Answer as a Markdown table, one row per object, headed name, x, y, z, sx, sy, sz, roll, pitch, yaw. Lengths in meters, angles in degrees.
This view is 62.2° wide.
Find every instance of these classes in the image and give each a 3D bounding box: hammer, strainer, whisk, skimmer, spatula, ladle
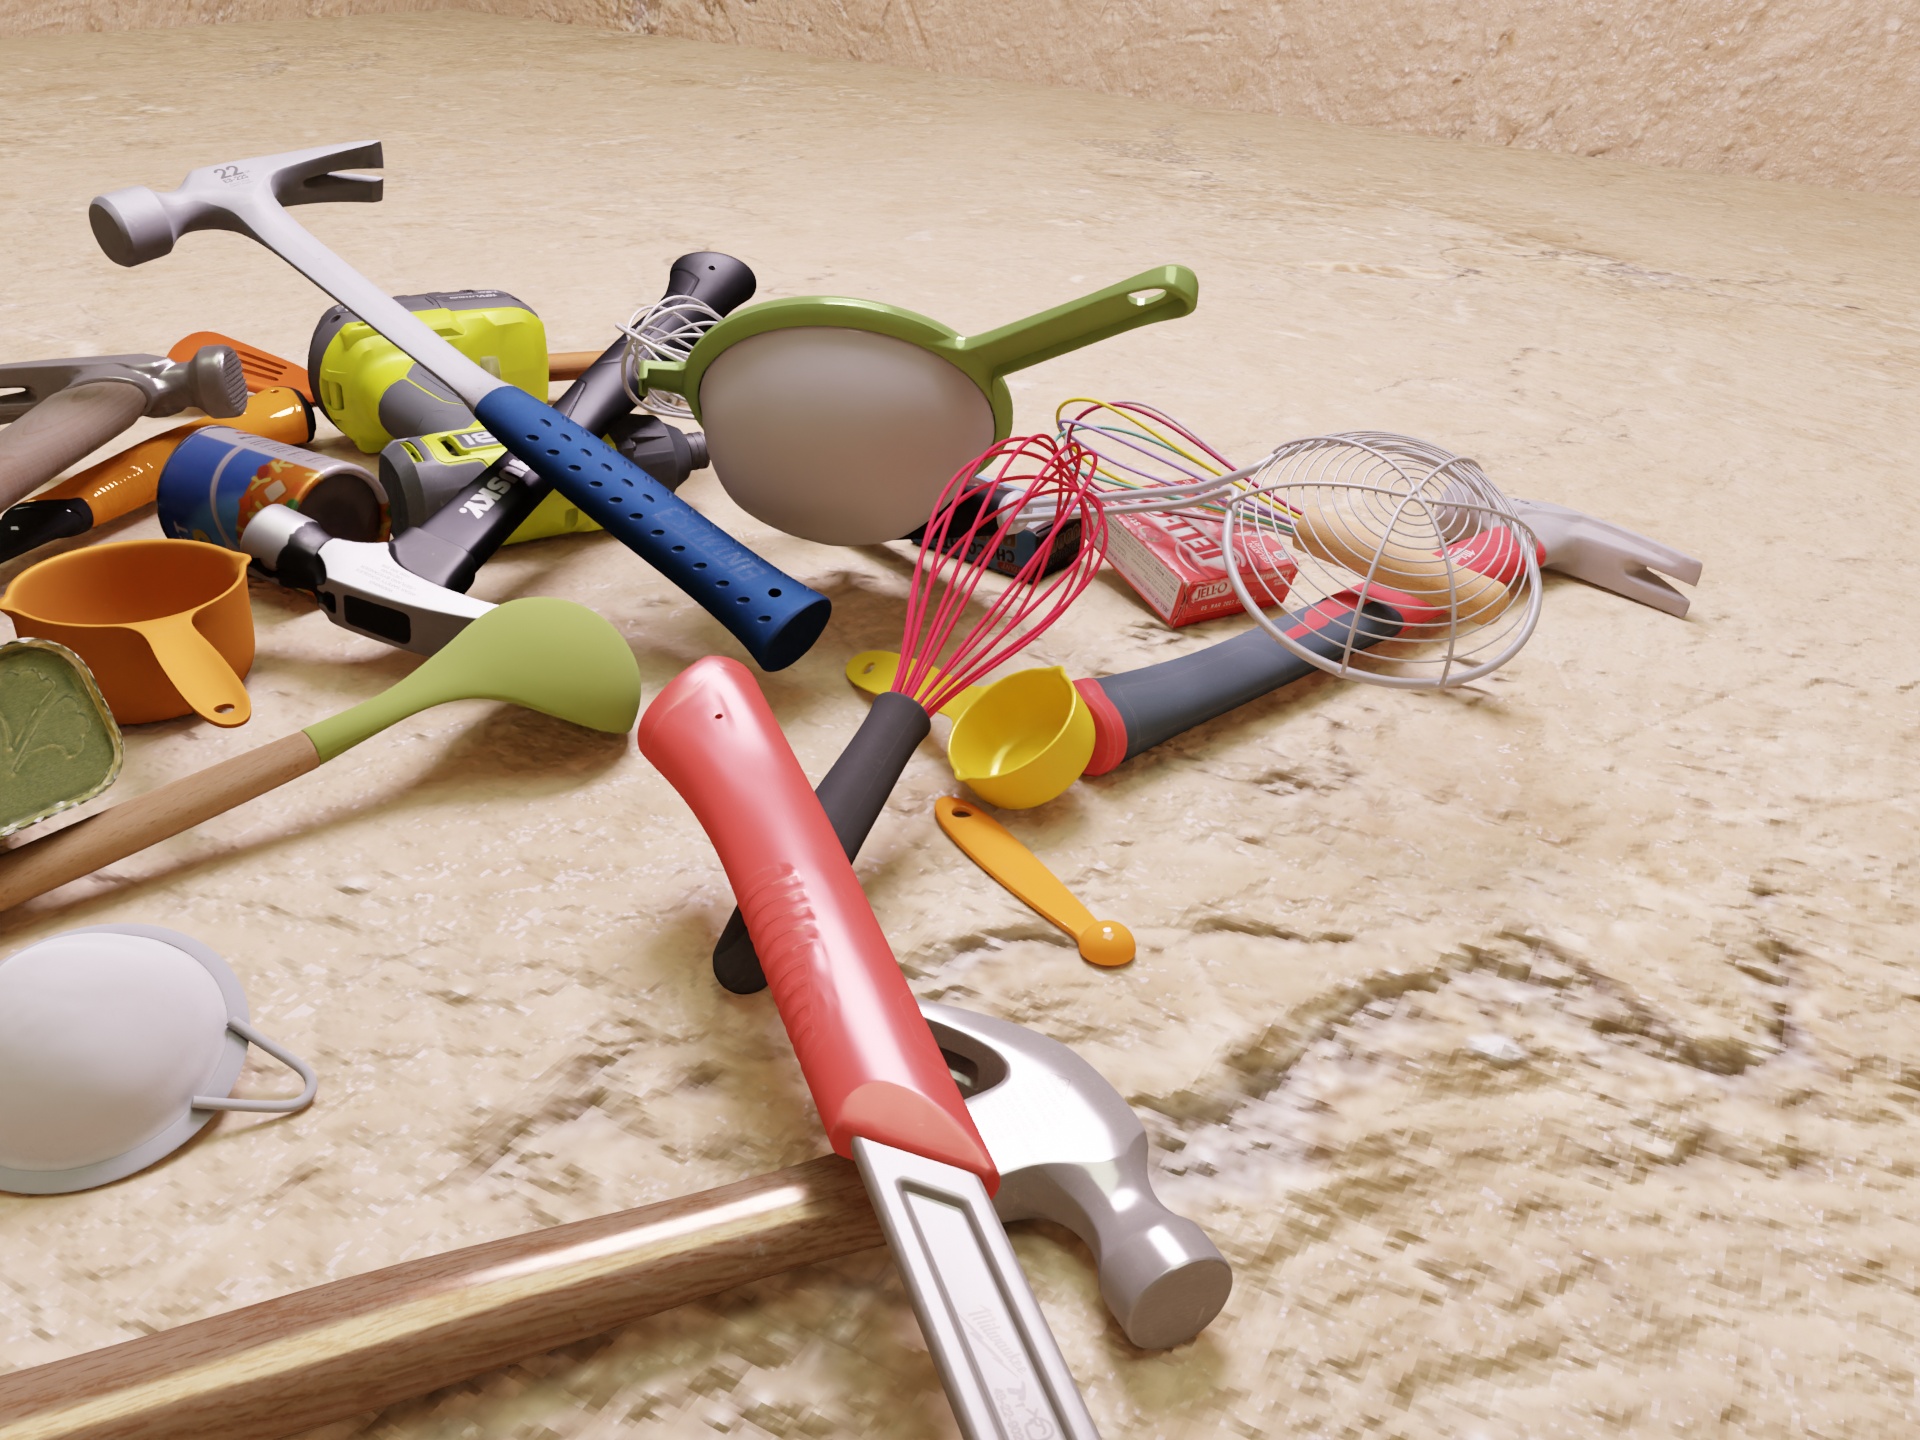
| name | x | y | z | sx | sy | sz | roll | pitch | yaw |
| --- | --- | --- | --- | --- | --- | --- | --- | --- | --- |
| hammer | -0.217 | -0.155 | 0.735 | 0.406 | 0.035 | 0.144 | 37 | 49 | 18 |
| strainer | -0.314 | 0.082 | 0.447 | 0.258 | 0.050 | 0.087 | 4 | 47 | 2 |
| whisk | 0.144 | -0.102 | 0.761 | 0.245 | 0.047 | 0.051 | 28 | 36 | 27 |
| strainer | -0.012 | -0.127 | 0.684 | 0.256 | 0.069 | 0.151 | -11 | -28 | 37 |
| hammer | -0.015 | 0.085 | 0.416 | 0.149 | 0.036 | 0.359 | -8 | 35 | -19 |
| hammer | -0.445 | -0.109 | 0.795 | 0.127 | 0.034 | 0.337 | 11 | 29 | 11 |
| skimmer | 0.080 | -0.074 | 0.730 | 0.363 | 0.090 | 0.127 | 4 | 45 | 48 |
| hammer | 0.200 | -0.043 | 0.748 | 0.386 | 0.038 | 0.143 | -22 | 40 | -39 |
| spatula | -0.323 | -0.228 | 1.004 | 0.322 | 0.041 | 0.081 | -5 | 29 | -7 |
| whisk | -0.013 | -0.015 | 0.595 | 0.073 | 0.073 | 0.296 | 15 | 49 | 19 |
| hammer | -0.184 | -0.145 | 0.785 | 0.146 | 0.035 | 0.335 | 24 | 46 | 5 |
| ladle | -0.254 | 0.031 | 0.568 | 0.320 | 0.062 | 0.078 | -29 | 43 | -35 |
| whisk | -0.083 | -0.158 | 0.825 | 0.059 | 0.058 | 0.246 | 34 | 12 | 34 |
| hammer | -0.431 | -0.093 | 0.673 | 0.146 | 0.038 | 0.411 | -6 | 26 | -6 |
| hammer | -0.107 | 0.138 | 0.387 | 0.331 | 0.031 | 0.130 | -10 | 32 | -22 |

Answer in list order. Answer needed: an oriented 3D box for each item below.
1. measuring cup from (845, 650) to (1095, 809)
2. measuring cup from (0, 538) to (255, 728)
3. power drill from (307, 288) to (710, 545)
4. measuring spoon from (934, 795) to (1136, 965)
| name | x | y | z | sx | sy | sz | roll | pitch | yaw |
| --- | --- | --- | --- | --- | --- | --- | --- | --- | --- |
| measuring cup | -0.001 | -0.002 | 0.662 | 0.062 | 0.029 | 0.157 | -47 | 33 | -14 |
| measuring cup | -0.311 | -0.017 | 0.626 | 0.095 | 0.052 | 0.174 | -19 | 38 | -35 |
| power drill | -0.256 | -0.167 | 0.885 | 0.171 | 0.080 | 0.223 | -17 | 38 | -31 |
| measuring spoon | 0.024 | 0.053 | 0.577 | 0.021 | 0.011 | 0.117 | -14 | 33 | -30 |
